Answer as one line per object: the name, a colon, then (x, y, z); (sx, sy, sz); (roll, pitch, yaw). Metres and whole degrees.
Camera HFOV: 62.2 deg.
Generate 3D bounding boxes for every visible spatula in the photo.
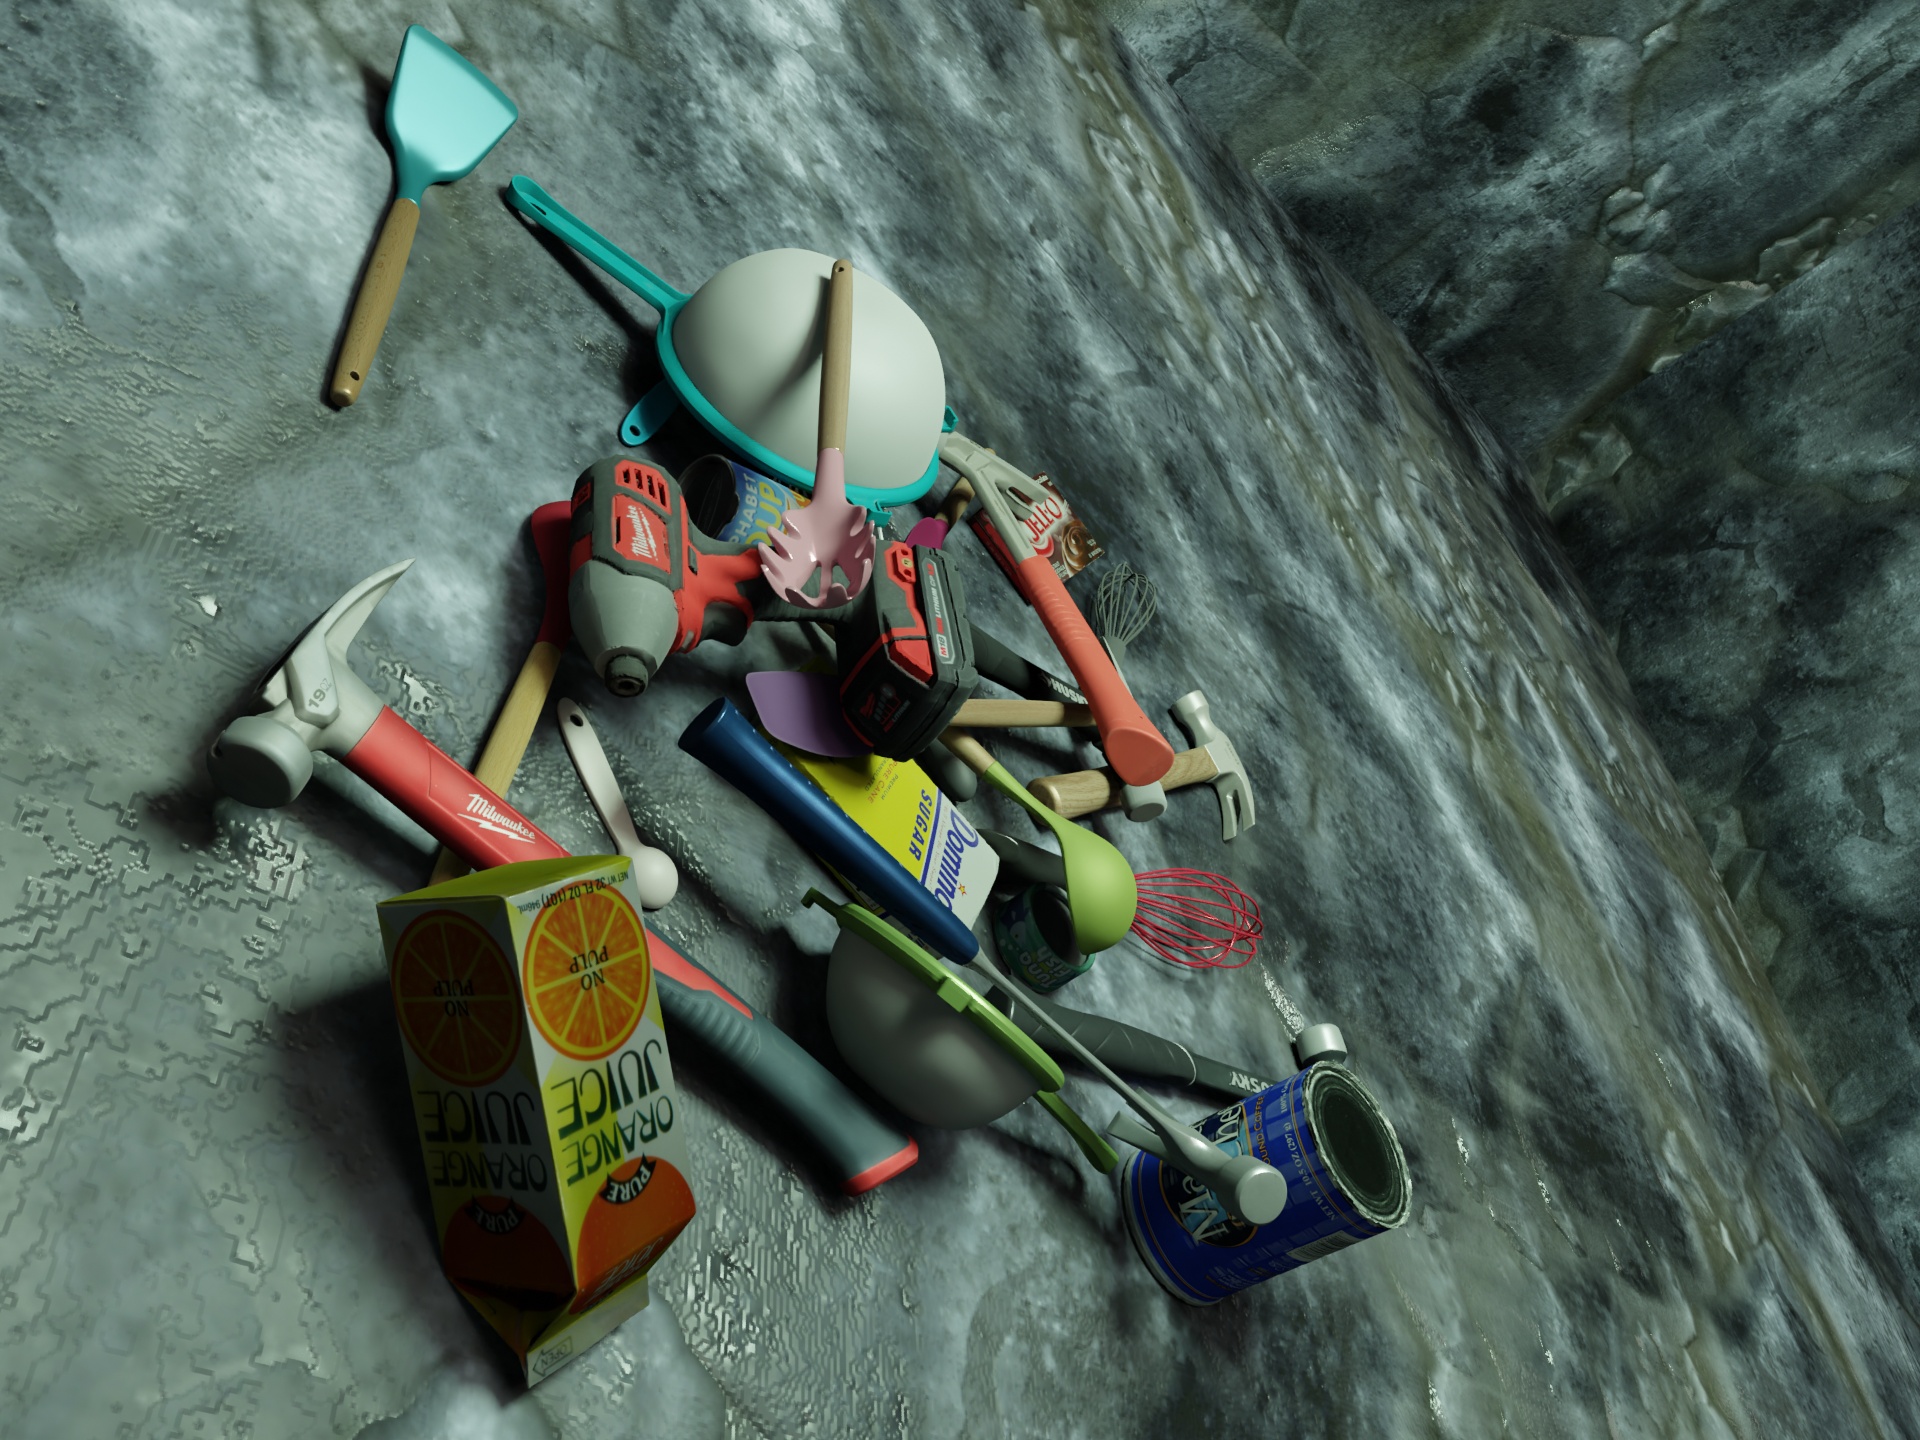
spatula: (-0.321, -0.290, 0.921); (0.082, 0.044, 0.318); (35, 36, -36)
spatula: (-0.002, -0.003, 0.990); (0.315, 0.018, 0.060); (0, 55, -46)

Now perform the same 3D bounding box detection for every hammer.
hammer: (-0.156, 0.092, 0.748); (0.386, 0.038, 0.143); (45, 33, -23)
hammer: (0.008, 0.132, 0.863); (0.405, 0.035, 0.144); (43, -13, -18)
hammer: (0.147, 0.048, 1.259); (0.331, 0.031, 0.130); (-8, 66, -57)
hammer: (0.159, 0.242, 1.078); (0.408, 0.036, 0.149); (25, 42, -40)
hammer: (0.029, -0.041, 1.091); (0.334, 0.035, 0.146); (28, 38, -46)
hammer: (0.068, -0.086, 1.126); (0.149, 0.036, 0.360); (26, 27, -41)

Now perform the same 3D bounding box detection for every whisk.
whisk: (0.125, -0.058, 1.326); (0.055, 0.055, 0.239); (44, 36, -18)
whisk: (0.110, 0.121, 1.111); (0.295, 0.073, 0.073); (20, 44, -36)
whisk: (-0.054, -0.075, 1.076); (0.070, 0.070, 0.285); (-9, 71, -58)

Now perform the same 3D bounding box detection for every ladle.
ladle: (-0.219, -0.018, 0.809); (0.069, 0.031, 0.316); (35, 36, -24)
ladle: (-0.009, 0.022, 1.018); (0.320, 0.062, 0.078); (43, 6, 10)

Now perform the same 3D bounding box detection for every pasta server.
pasta server: (-0.074, -0.173, 0.905); (0.040, 0.060, 0.317); (84, 4, -49)

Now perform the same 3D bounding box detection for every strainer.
strainer: (0.004, 0.200, 0.865); (0.152, 0.069, 0.256); (23, -22, 52)
strainer: (-0.139, -0.281, 1.046); (0.340, 0.095, 0.211); (35, 34, -6)

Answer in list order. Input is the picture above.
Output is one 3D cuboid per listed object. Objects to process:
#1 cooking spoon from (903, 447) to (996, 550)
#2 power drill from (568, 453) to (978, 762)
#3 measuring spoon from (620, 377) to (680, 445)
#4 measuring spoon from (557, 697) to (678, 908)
cooking spoon: (-0.011, -0.159, 1.244); (0.319, 0.017, 0.068); (-63, 156, -60)
power drill: (-0.106, -0.055, 0.867); (0.219, 0.078, 0.143); (14, 47, -28)
measuring spoon: (-0.198, -0.212, 1.051); (0.042, 0.021, 0.129); (45, 40, -18)
measuring spoon: (-0.176, 0.039, 0.817); (0.034, 0.018, 0.124); (-6, 64, -57)
